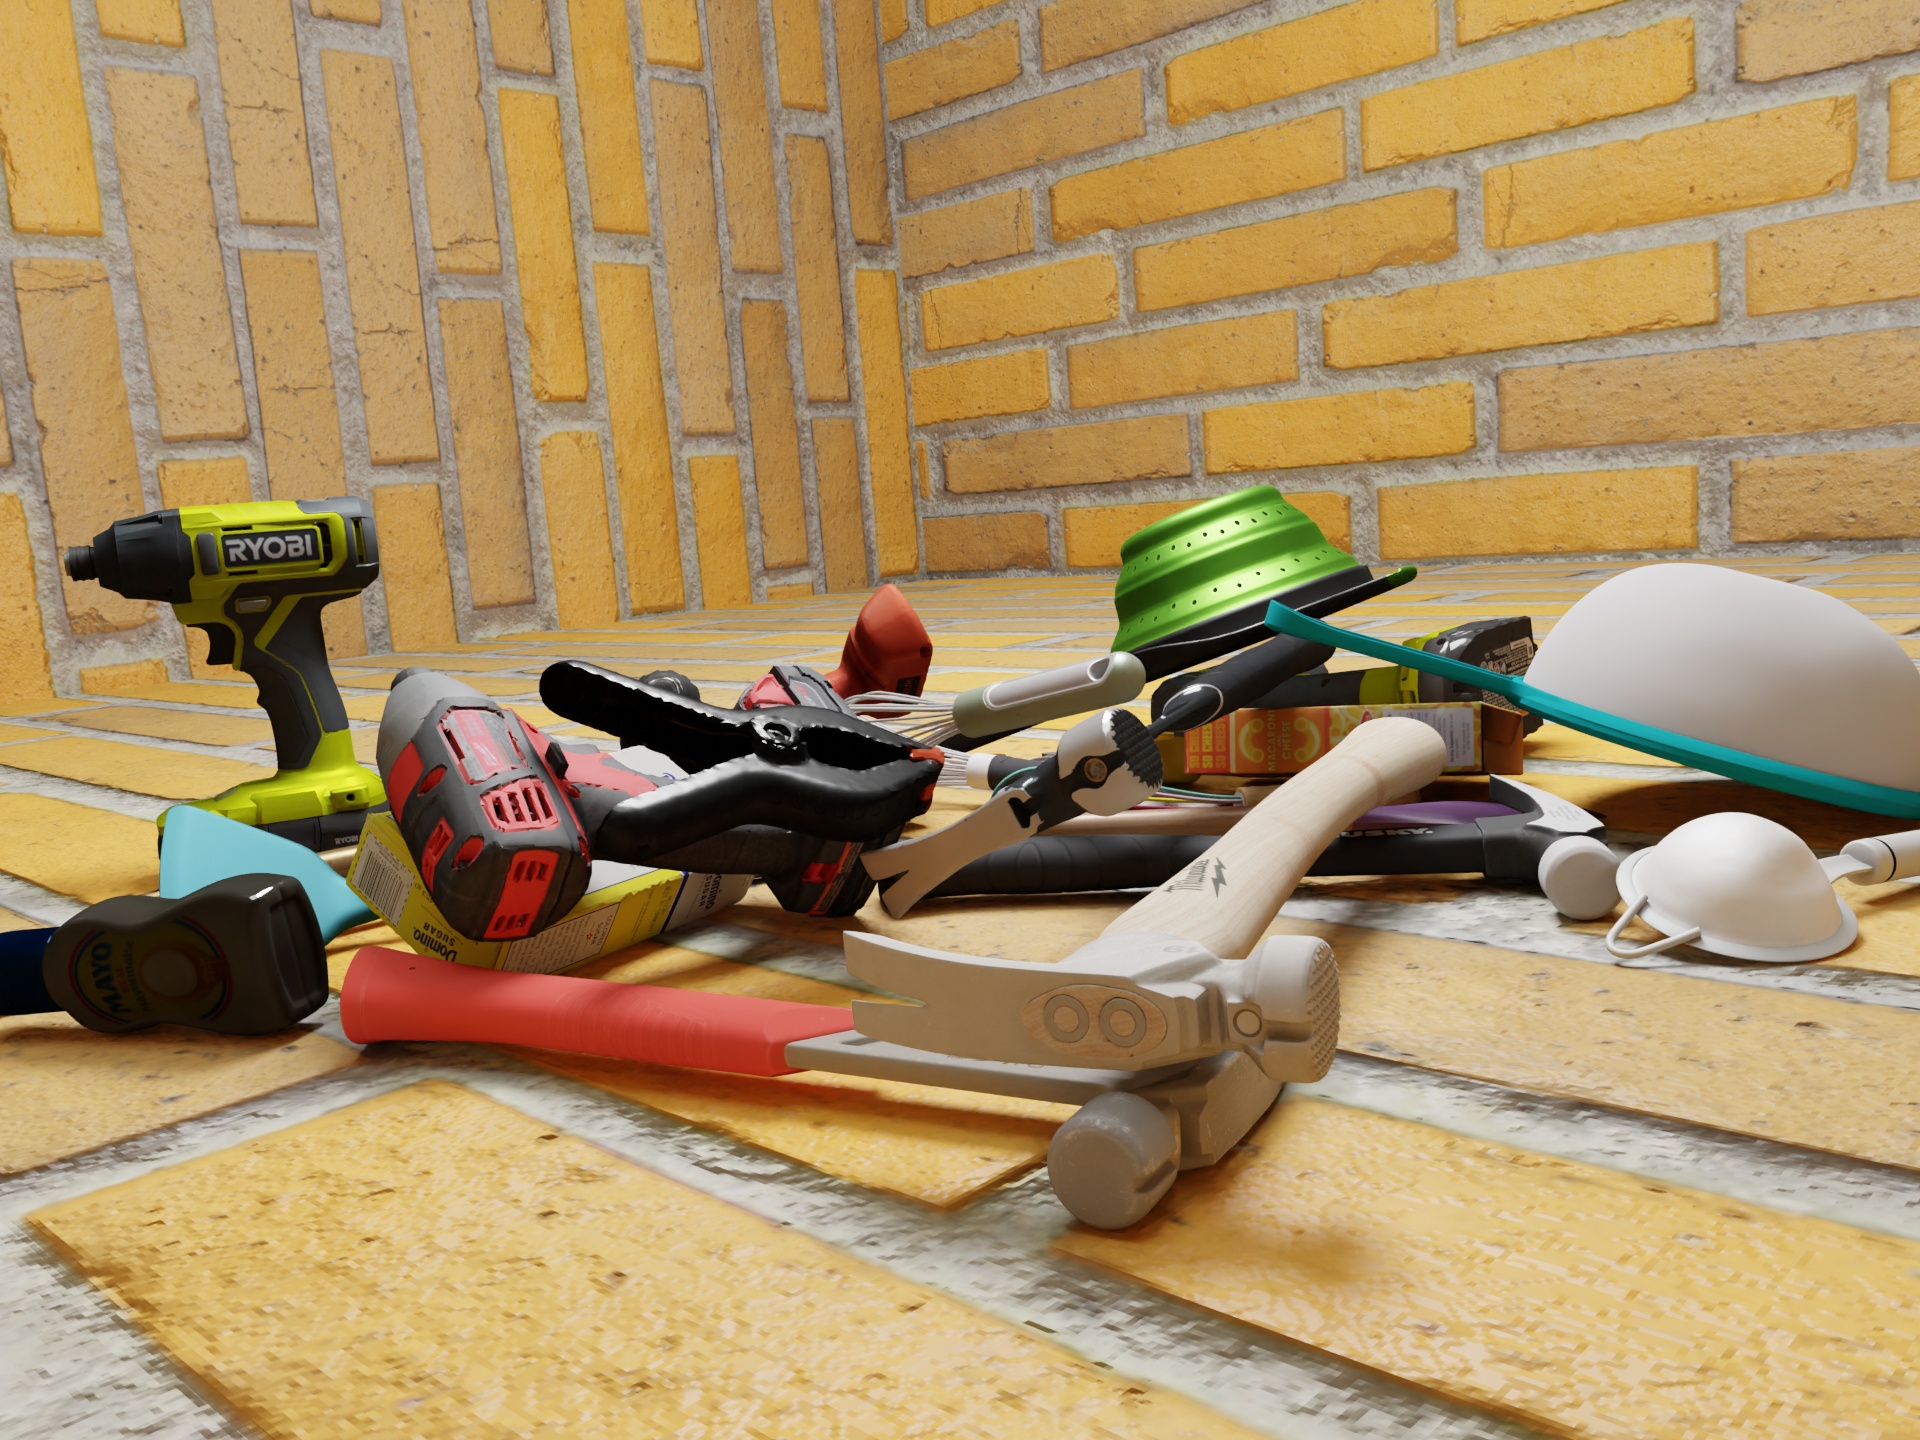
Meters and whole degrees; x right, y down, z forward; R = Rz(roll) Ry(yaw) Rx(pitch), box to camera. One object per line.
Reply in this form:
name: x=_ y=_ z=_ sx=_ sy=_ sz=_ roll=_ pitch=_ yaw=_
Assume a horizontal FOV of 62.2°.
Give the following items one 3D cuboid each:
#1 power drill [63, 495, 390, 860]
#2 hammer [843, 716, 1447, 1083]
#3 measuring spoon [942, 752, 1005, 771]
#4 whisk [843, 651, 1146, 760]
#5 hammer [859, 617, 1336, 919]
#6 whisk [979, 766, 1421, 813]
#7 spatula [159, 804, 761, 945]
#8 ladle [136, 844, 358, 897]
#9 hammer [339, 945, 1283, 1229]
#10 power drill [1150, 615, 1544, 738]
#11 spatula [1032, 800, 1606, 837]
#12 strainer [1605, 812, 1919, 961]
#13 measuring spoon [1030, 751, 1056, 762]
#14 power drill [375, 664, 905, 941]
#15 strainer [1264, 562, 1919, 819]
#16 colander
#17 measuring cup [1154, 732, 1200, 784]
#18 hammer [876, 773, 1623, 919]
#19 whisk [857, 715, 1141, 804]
power drill: x=-0.440 y=-0.020 z=0.976 sx=0.171 sy=0.223 sz=0.080 roll=-8 pitch=8 yaw=-25
hammer: x=0.113 y=0.047 z=0.615 sx=0.146 sy=0.038 sz=0.410 roll=-1 pitch=9 yaw=26
measuring spoon: x=-0.019 y=0.039 z=1.092 sx=0.117 sy=0.011 sz=0.021 roll=-13 pitch=11 yaw=-29
whisk: x=-0.001 y=-0.003 z=0.823 sx=0.246 sy=0.058 sz=0.059 roll=-13 pitch=-45 yaw=46
hammer: x=0.102 y=0.002 z=0.771 sx=0.149 sy=0.036 sz=0.409 roll=-31 pitch=-4 yaw=32
whisk: x=0.128 y=0.045 z=0.851 sx=0.245 sy=0.051 sz=0.047 roll=-3 pitch=2 yaw=-10
spatula: x=-0.220 y=0.076 z=0.791 sx=0.317 sy=0.044 sz=0.082 roll=-3 pitch=51 yaw=-21
ladle: x=-0.323 y=0.075 z=0.949 sx=0.315 sy=0.031 sz=0.069 roll=-12 pitch=8 yaw=-32
hammer: x=-0.072 y=0.106 z=0.553 sx=0.359 sy=0.036 sz=0.149 roll=0 pitch=9 yaw=29
power drill: x=0.269 y=-0.020 z=1.085 sx=0.228 sy=0.080 sz=0.190 roll=-4 pitch=7 yaw=41
spatula: x=0.174 y=0.052 z=0.819 sx=0.316 sy=0.018 sz=0.060 roll=-2 pitch=6 yaw=-8
strainer: x=0.362 y=0.056 z=0.646 sx=0.258 sy=0.050 sz=0.087 roll=-5 pitch=25 yaw=-26
measuring spoon: x=0.066 y=0.031 z=1.092 sx=0.034 sy=0.018 sz=0.124 roll=-4 pitch=1 yaw=4
power drill: x=-0.143 y=0.028 z=0.704 sx=0.219 sy=0.078 sz=0.143 roll=2 pitch=35 yaw=-41
strainer: x=0.331 y=-0.043 z=0.806 sx=0.340 sy=0.095 sz=0.211 roll=16 pitch=10 yaw=3
colander: x=0.098 y=-0.065 z=1.068 sx=0.397 sy=0.094 sz=0.204 roll=-21 pitch=-2 yaw=20
measuring cup: x=0.117 y=0.023 z=0.948 sx=0.062 sy=0.029 sz=0.156 roll=1 pitch=-3 yaw=9
hammer: x=0.121 y=0.063 z=0.748 sx=0.335 sy=0.035 sz=0.146 roll=-3 pitch=9 yaw=11
whisk: x=-0.014 y=0.029 z=1.003 sx=0.285 sy=0.070 sz=0.070 roll=5 pitch=12 yaw=29
